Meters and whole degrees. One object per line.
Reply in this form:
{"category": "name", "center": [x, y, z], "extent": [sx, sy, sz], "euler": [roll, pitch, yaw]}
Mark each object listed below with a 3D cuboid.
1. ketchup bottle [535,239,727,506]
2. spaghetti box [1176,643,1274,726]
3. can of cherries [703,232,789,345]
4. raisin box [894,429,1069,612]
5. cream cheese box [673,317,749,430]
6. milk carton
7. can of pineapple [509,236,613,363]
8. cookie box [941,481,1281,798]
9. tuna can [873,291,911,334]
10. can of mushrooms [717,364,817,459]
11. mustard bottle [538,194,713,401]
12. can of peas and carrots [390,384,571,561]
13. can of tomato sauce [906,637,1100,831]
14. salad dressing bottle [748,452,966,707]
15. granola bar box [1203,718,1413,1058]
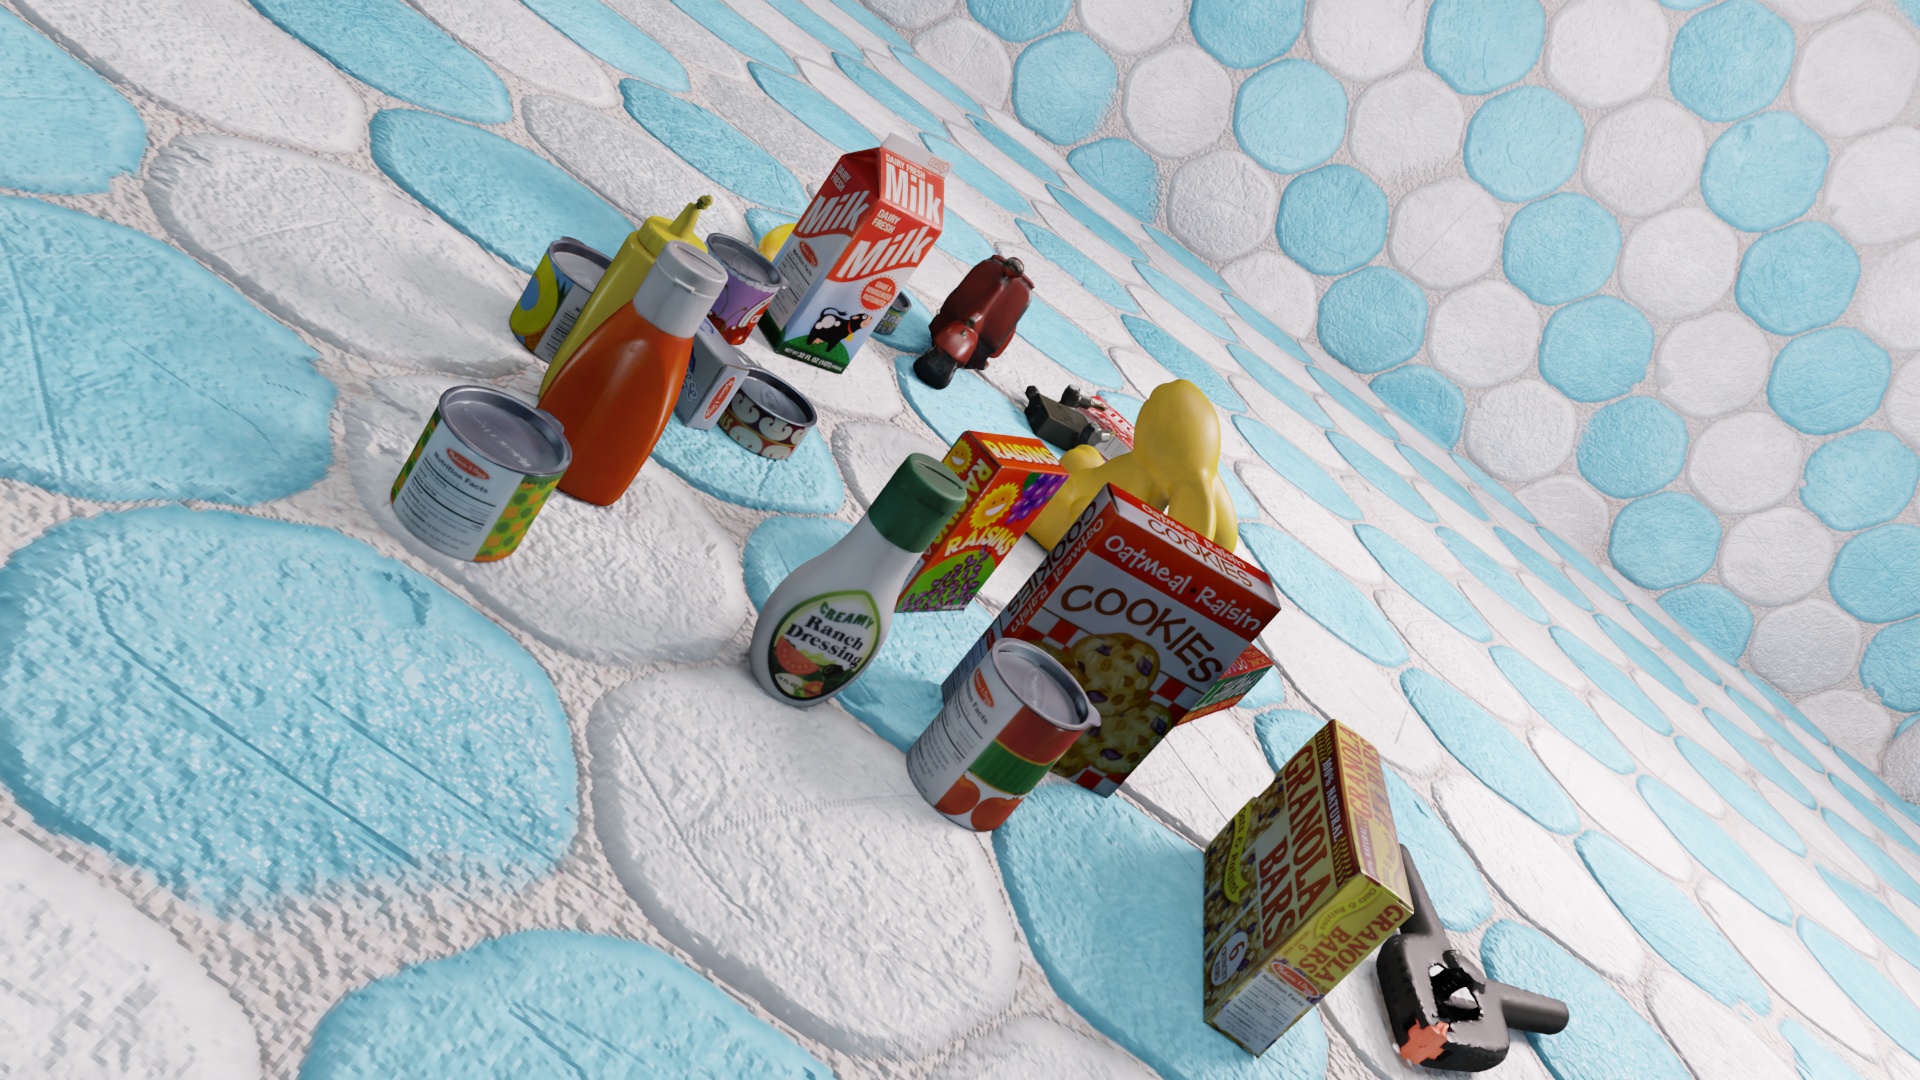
{"category": "ketchup bottle", "center": [-0.177, -0.090, 0.744], "extent": [0.064, 0.148, 0.044], "euler": [31, 23, -16]}
{"category": "spaghetti box", "center": [0.158, 0.108, 0.988], "extent": [0.029, 0.050, 0.250], "euler": [47, 24, 22]}
{"category": "can of cherries", "center": [-0.175, -0.189, 1.057], "extent": [0.071, 0.058, 0.072], "euler": [32, 23, -15]}
{"category": "raisin box", "center": [0.003, -0.011, 0.892], "extent": [0.040, 0.123, 0.086], "euler": [49, 25, 26]}
{"category": "cream cheese box", "center": [-0.186, -0.126, 0.925], "extent": [0.024, 0.053, 0.104], "euler": [6, 38, -53]}
{"category": "milk carton", "center": [-0.083, -0.233, 1.106], "extent": [0.072, 0.190, 0.074], "euler": [14, 32, -45]}
{"category": "can of pineapple", "center": [-0.242, -0.148, 0.878], "extent": [0.071, 0.057, 0.071], "euler": [32, 23, -15]}
{"category": "cookie box", "center": [0.087, 0.062, 0.818], "extent": [0.123, 0.167, 0.040], "euler": [29, 24, -21]}
{"category": "tuna can", "center": [-0.080, -0.223, 1.297], "extent": [0.071, 0.032, 0.071], "euler": [31, 23, -15]}
{"category": "can of mushrooms", "center": [-0.137, -0.089, 0.953], "extent": [0.071, 0.033, 0.071], "euler": [31, 23, -15]}
{"category": "mustard bottle", "center": [-0.187, -0.137, 0.805], "extent": [0.049, 0.159, 0.065], "euler": [34, 22, -10]}
{"category": "can of peas and carrots", "center": [-0.230, -0.033, 0.671], "extent": [0.071, 0.058, 0.071], "euler": [32, 23, -15]}
{"category": "can of tomato sauce", "center": [0.022, 0.106, 0.747], "extent": [0.071, 0.082, 0.071], "euler": [32, 23, -15]}
{"category": "salad dressing bottle", "center": [-0.053, 0.021, 0.715], "extent": [0.064, 0.147, 0.044], "euler": [29, 24, -22]}
{"category": "granola bar box", "center": [0.189, 0.188, 0.781], "extent": [0.039, 0.123, 0.166], "euler": [36, 22, -4]}
